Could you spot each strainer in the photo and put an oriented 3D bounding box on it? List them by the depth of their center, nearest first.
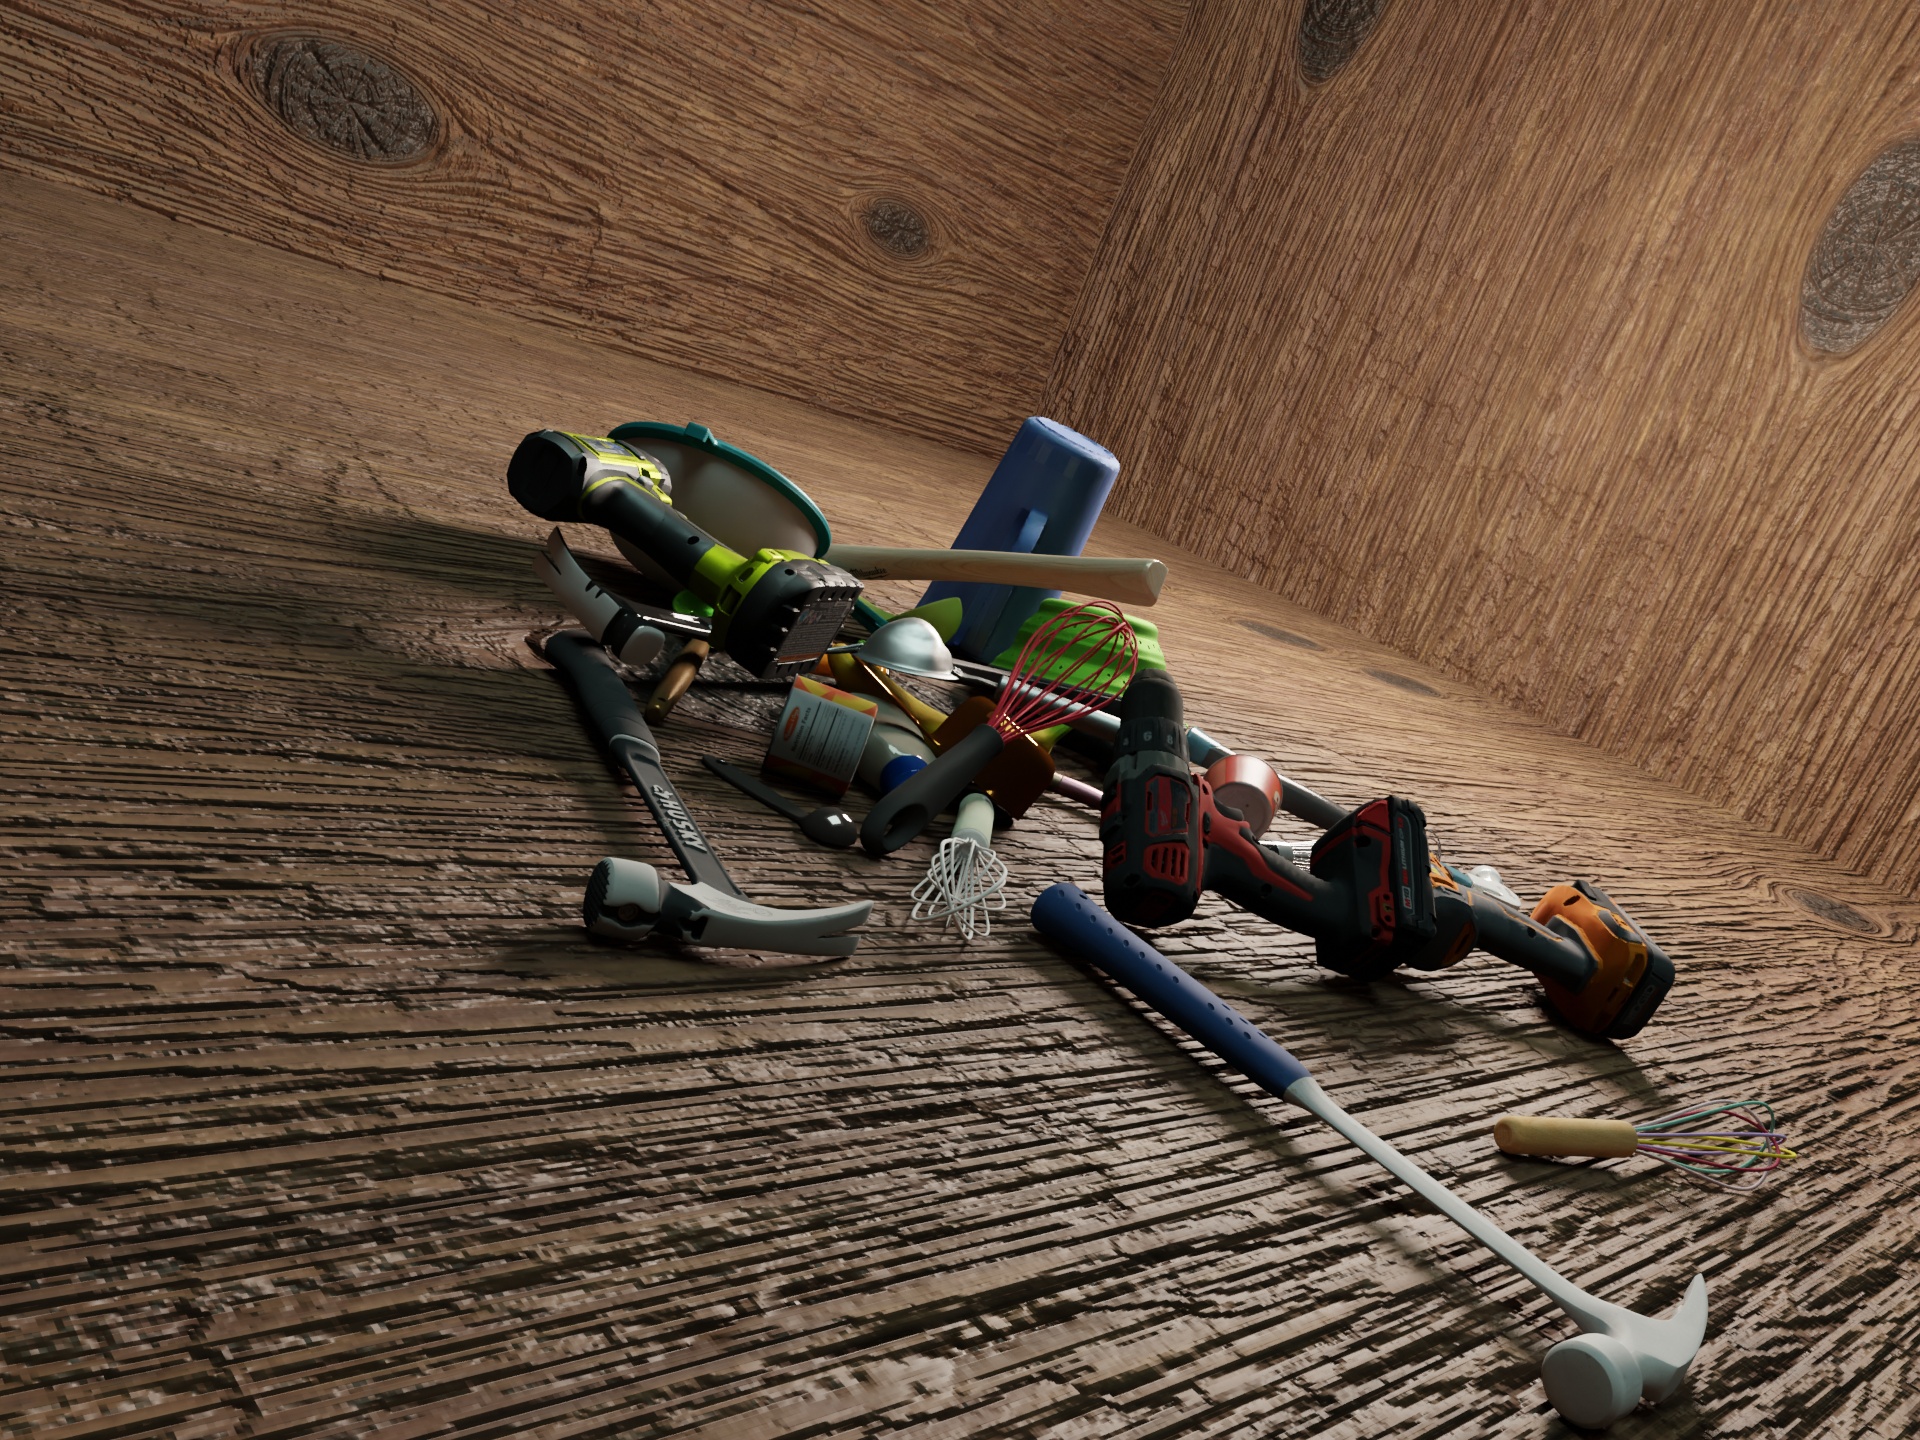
[{"bbox_3d":[0.025,-0.028,1.179,0.258,0.050,0.087,20,11,0],"label":"strainer"},{"bbox_3d":[-0.184,-0.127,1.400,0.211,0.095,0.340,2,-28,47],"label":"strainer"}]

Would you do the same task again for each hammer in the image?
[{"bbox_3d":[0.185,0.196,0.813,0.144,0.035,0.406,7,20,-44],"label":"hammer"},{"bbox_3d":[-0.178,0.026,0.918,0.149,0.036,0.409,15,15,-29],"label":"hammer"},{"bbox_3d":[-0.165,-0.064,1.192,0.127,0.034,0.336,43,16,30],"label":"hammer"},{"bbox_3d":[-0.008,-0.138,1.378,0.411,0.038,0.146,8,-21,39],"label":"hammer"},{"bbox_3d":[0.337,0.092,1.381,0.331,0.033,0.128,27,15,-2],"label":"hammer"}]

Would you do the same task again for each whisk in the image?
[{"bbox_3d":[0.410,0.248,0.941,0.244,0.051,0.047,10,23,-29],"label":"whisk"},{"bbox_3d":[0.004,0.081,0.972,0.246,0.059,0.058,-71,136,-80],"label":"whisk"},{"bbox_3d":[0.030,0.002,1.051,0.073,0.073,0.296,28,45,24],"label":"whisk"},{"bbox_3d":[0.272,0.106,1.242,0.284,0.070,0.070,7,19,-30],"label":"whisk"}]

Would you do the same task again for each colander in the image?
[{"bbox_3d":[0.064,-0.066,1.397,0.205,0.094,0.396,16,4,42],"label":"colander"}]

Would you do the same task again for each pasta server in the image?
[{"bbox_3d":[0.054,0.033,1.235,0.316,0.040,0.060,21,-1,3],"label":"pasta server"}]

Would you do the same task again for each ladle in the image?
[{"bbox_3d":[-0.131,-0.146,1.604,0.320,0.062,0.078,27,24,30],"label":"ladle"}]

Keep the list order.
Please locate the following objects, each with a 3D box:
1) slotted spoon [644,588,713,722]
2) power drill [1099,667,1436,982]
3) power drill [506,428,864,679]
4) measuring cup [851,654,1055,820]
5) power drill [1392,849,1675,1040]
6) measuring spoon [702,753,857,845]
[{"bbox_3d":[-0.202,-0.049,1.188,0.070,0.031,0.314,22,15,-7],"label":"slotted spoon"},{"bbox_3d":[0.199,0.069,1.072,0.226,0.080,0.188,18,52,-15],"label":"power drill"},{"bbox_3d":[-0.186,-0.124,1.117,0.223,0.080,0.171,35,14,11],"label":"power drill"},{"bbox_3d":[-0.002,-0.004,1.113,0.173,0.052,0.095,45,-1,-23],"label":"measuring cup"},{"bbox_3d":[0.393,0.143,1.182,0.226,0.084,0.164,20,20,-15],"label":"power drill"},{"bbox_3d":[-0.113,0.043,0.983,0.124,0.018,0.034,28,15,27],"label":"measuring spoon"}]
